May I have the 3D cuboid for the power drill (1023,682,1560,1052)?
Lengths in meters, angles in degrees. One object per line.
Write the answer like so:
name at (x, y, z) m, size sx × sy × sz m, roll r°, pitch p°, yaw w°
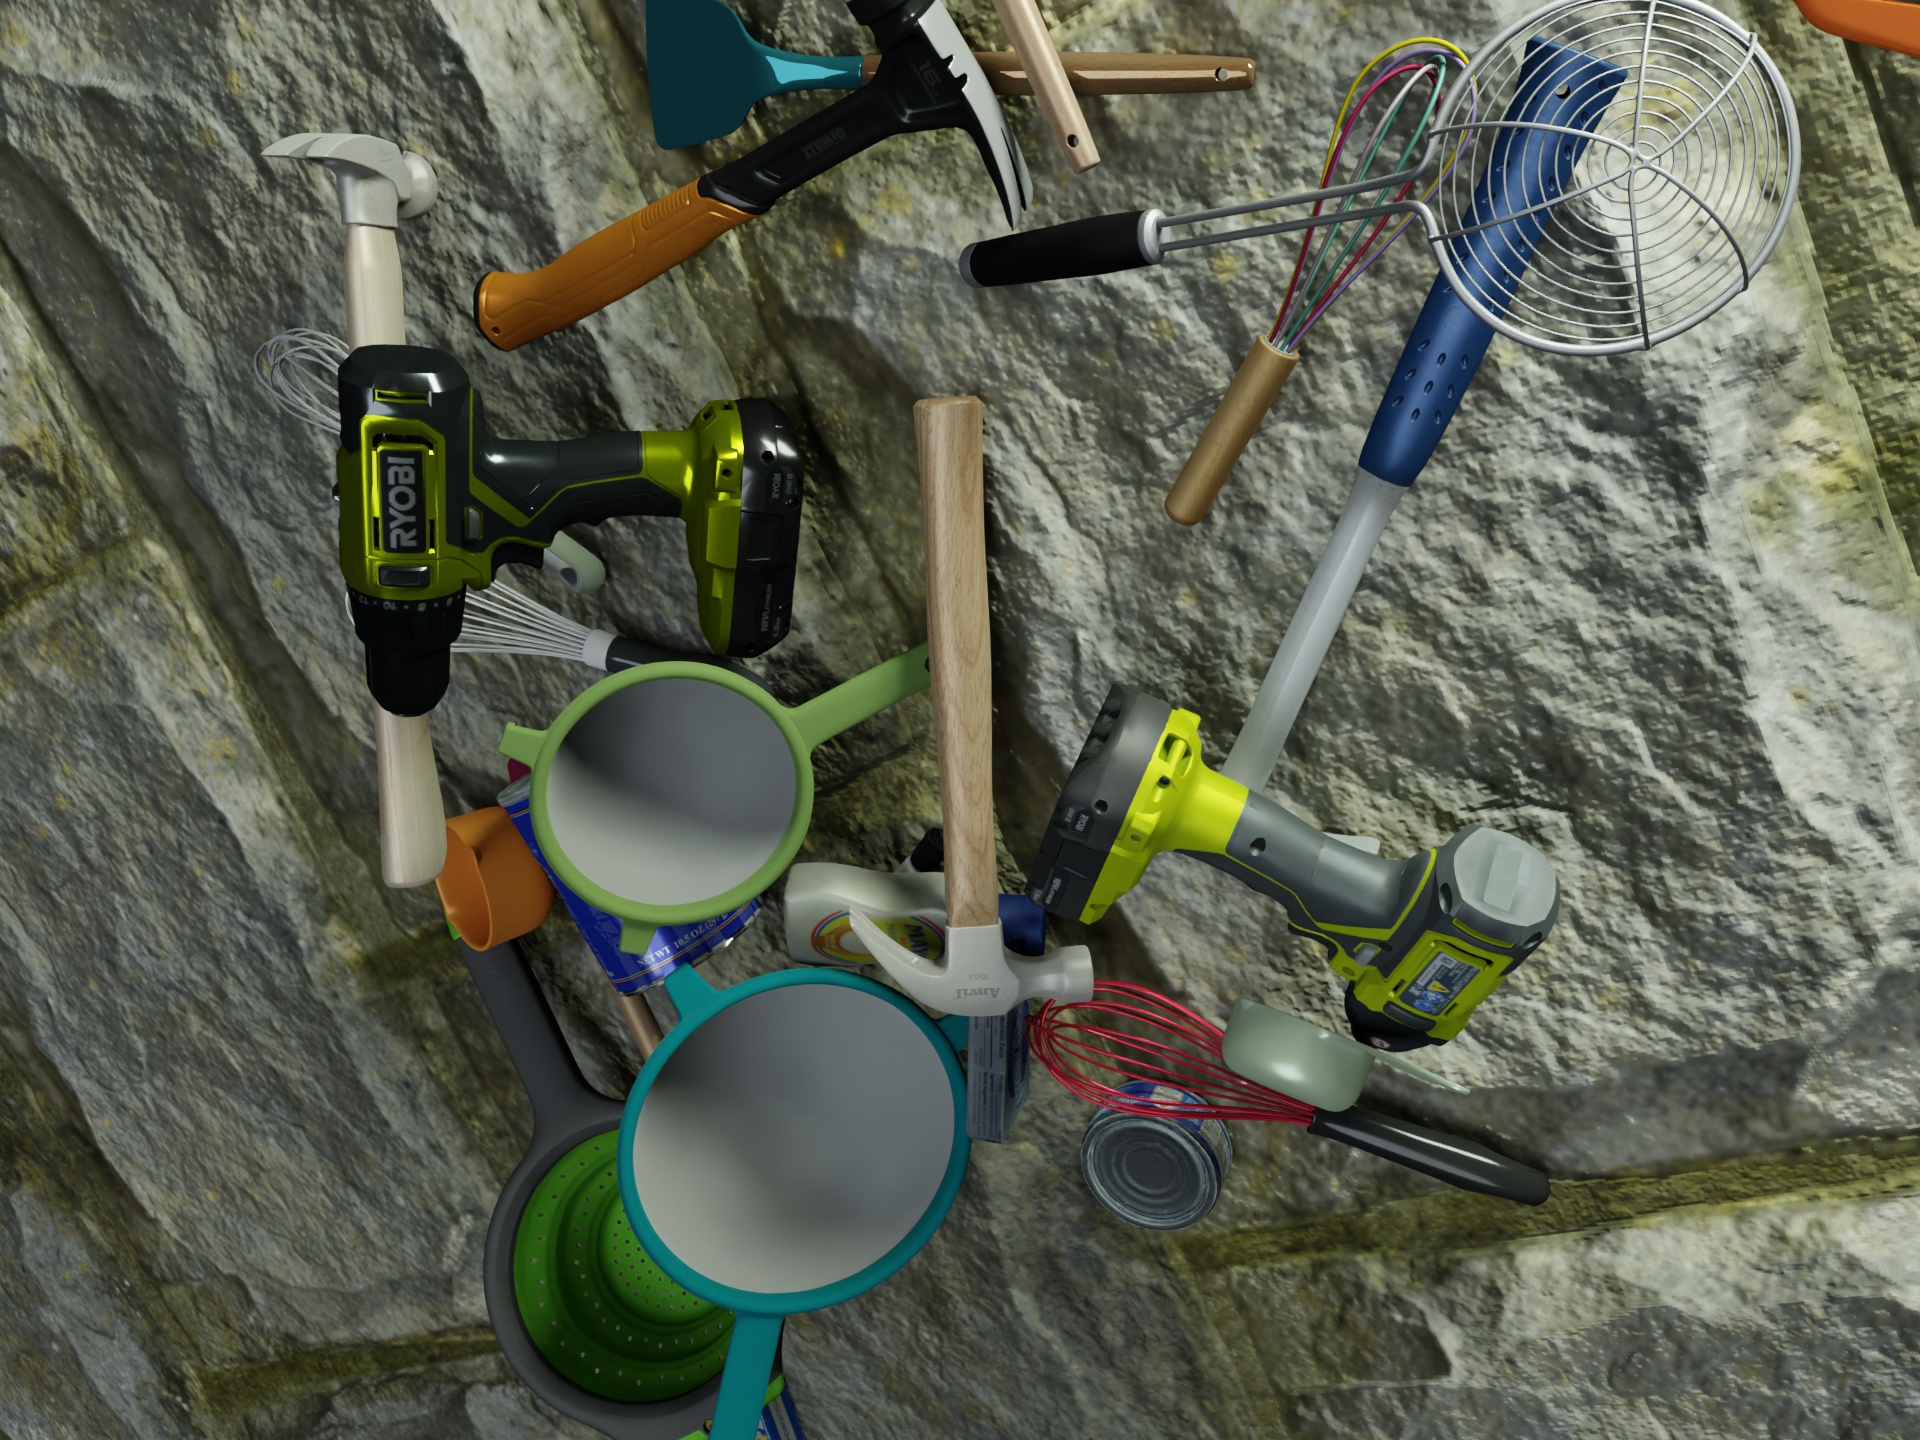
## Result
power drill at (0.152, 0.084, 0.780) m, size 0.223 × 0.080 × 0.171 m, roll 24°, pitch 145°, yaw 7°

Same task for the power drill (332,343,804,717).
power drill at (-0.205, -0.091, 0.832) m, size 0.228 × 0.080 × 0.190 m, roll 0°, pitch 118°, yaw -17°

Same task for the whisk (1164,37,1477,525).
whisk at (0.153, -0.192, 0.726) m, size 0.047 × 0.051 × 0.244 m, roll 13°, pitch 128°, yaw -20°

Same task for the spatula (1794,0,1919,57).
spatula at (0.244, -0.312, 0.635) m, size 0.323 × 0.041 × 0.081 m, roll 12°, pitch 116°, yaw 20°

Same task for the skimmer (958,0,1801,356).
skimmer at (0.147, -0.210, 0.669) m, size 0.363 × 0.090 × 0.127 m, roll 9°, pitch 108°, yaw 49°

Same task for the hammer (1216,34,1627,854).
hammer at (0.200, -0.103, 0.745) m, size 0.144 × 0.035 × 0.405 m, roll 26°, pitch 119°, yaw 12°

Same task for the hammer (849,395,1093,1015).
hammer at (-0.001, -0.003, 0.843) m, size 0.130 × 0.031 × 0.331 m, roll -4°, pitch 101°, yaw -4°

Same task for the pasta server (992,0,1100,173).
pasta server at (-0.007, -0.393, 0.704) m, size 0.060 × 0.040 × 0.316 m, roll -21°, pitch 100°, yaw 29°

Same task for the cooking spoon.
cooking spoon at (-0.217, 0.164, 1.016) m, size 0.069 × 0.017 × 0.319 m, roll -31°, pitch 84°, yaw 53°

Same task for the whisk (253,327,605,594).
whisk at (-0.313, -0.152, 0.945) m, size 0.246 × 0.059 × 0.057 m, roll 36°, pitch 133°, yaw 1°

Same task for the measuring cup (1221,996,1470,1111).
measuring cup at (0.188, 0.175, 0.780) m, size 0.083 × 0.168 × 0.038 m, roll 26°, pitch 82°, yaw -19°

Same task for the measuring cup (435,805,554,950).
measuring cup at (-0.321, 0.065, 1.041) m, size 0.174 × 0.052 × 0.095 m, roll 60°, pitch 142°, yaw 18°

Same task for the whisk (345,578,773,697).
whisk at (-0.243, -0.050, 0.955) m, size 0.284 × 0.070 × 0.070 m, roll 17°, pitch 117°, yaw 11°

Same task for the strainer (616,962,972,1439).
strainer at (-0.119, 0.303, 0.973) m, size 0.211 × 0.095 × 0.340 m, roll 11°, pitch 96°, yaw -19°

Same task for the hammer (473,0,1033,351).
hammer at (-0.126, -0.252, 0.809) m, size 0.337 × 0.034 × 0.127 m, roll -14°, pitch 127°, yaw 34°

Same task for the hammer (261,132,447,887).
hammer at (-0.318, -0.104, 0.872) m, size 0.038 × 0.146 × 0.410 m, roll 1°, pitch 103°, yaw 2°

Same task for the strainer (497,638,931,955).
strainer at (-0.113, 0.007, 0.879) m, size 0.256 × 0.069 × 0.151 m, roll -28°, pitch 113°, yaw -5°

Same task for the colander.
colander at (-0.242, 0.286, 1.076) m, size 0.204 × 0.094 × 0.397 m, roll -29°, pitch 78°, yaw 1°

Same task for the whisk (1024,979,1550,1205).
whisk at (0.176, 0.209, 0.878) m, size 0.296 × 0.073 × 0.073 m, roll 17°, pitch 117°, yaw 11°

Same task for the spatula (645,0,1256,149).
spatula at (-0.017, -0.312, 0.761) m, size 0.317 × 0.044 × 0.082 m, roll 7°, pitch 114°, yaw 16°
